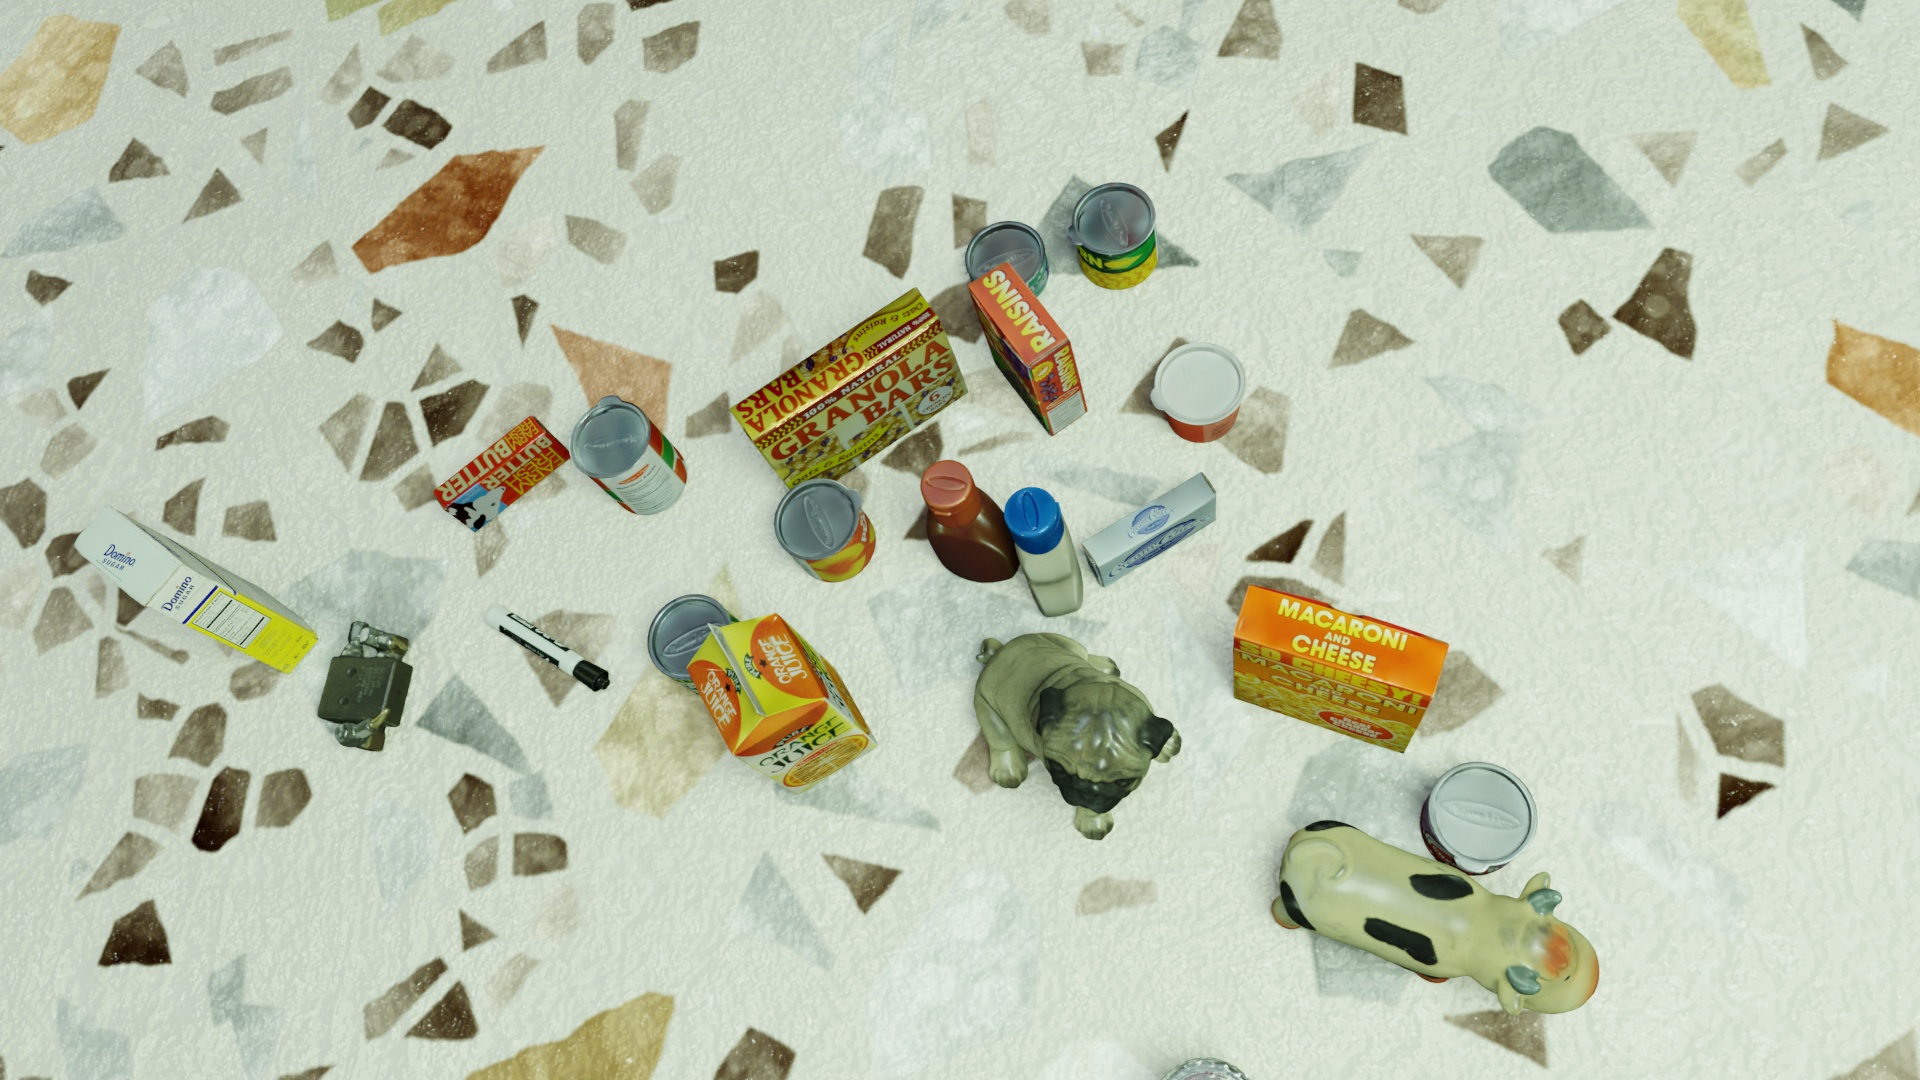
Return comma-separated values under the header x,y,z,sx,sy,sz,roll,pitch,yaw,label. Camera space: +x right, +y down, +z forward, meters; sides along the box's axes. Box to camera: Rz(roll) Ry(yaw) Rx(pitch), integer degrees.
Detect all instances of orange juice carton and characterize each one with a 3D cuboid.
x,y,z,sx,sy,sz,roll,pitch,yaw,label
-0.124,0.111,0.954,0.073,0.192,0.072,-32,67,-1,orange juice carton

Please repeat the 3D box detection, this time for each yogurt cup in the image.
x,y,z,sx,sy,sz,roll,pitch,yaw,label
0.182,-0.109,1.054,0.072,0.053,0.072,-4,69,10,yogurt cup

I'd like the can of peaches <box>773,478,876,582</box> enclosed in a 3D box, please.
x,y,z,sx,sy,sz,roll,pitch,yaw,label
-0.101,-0.008,1.068,0.071,0.058,0.071,-4,69,10,can of peaches

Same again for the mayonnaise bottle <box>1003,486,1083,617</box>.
x,y,z,sx,sy,sz,roll,pitch,yaw,label
0.059,0.005,0.983,0.041,0.147,0.065,-14,68,6,mayonnaise bottle

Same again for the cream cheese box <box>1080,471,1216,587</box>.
x,y,z,sx,sy,sz,roll,pitch,yaw,label
0.140,-0.007,1.023,0.104,0.053,0.024,-31,67,-1,cream cheese box

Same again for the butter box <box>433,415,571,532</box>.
x,y,z,sx,sy,sz,roll,pitch,yaw,label
-0.376,-0.055,1.143,0.103,0.053,0.024,-39,67,-5,butter box

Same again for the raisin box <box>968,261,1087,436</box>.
x,y,z,sx,sy,sz,roll,pitch,yaw,label
0.052,-0.144,1.055,0.040,0.123,0.086,-33,67,-2,raisin box

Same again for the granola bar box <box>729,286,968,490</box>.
x,y,z,sx,sy,sz,roll,pitch,yaw,label
-0.080,-0.108,1.067,0.166,0.124,0.039,-34,67,-3,granola bar box

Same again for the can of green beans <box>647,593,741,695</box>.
x,y,z,sx,sy,sz,roll,pitch,yaw,label
-0.195,0.081,1.053,0.071,0.057,0.071,-4,69,10,can of green beans

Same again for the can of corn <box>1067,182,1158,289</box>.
x,y,z,sx,sy,sz,roll,pitch,yaw,label
0.123,-0.242,1.114,0.071,0.058,0.071,-4,69,10,can of corn

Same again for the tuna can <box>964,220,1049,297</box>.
x,y,z,sx,sy,sz,roll,pitch,yaw,label
0.039,-0.223,1.137,0.071,0.032,0.071,-4,69,10,tuna can

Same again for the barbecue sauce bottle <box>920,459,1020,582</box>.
x,y,z,sx,sy,sz,roll,pitch,yaw,label
0.004,-0.013,1.000,0.065,0.148,0.044,9,72,14,barbecue sauce bottle

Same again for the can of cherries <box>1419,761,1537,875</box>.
x,y,z,sx,sy,sz,roll,pitch,yaw,label
0.336,0.185,0.908,0.071,0.058,0.072,-4,69,10,can of cherries

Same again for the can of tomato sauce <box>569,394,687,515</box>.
x,y,z,sx,sy,sz,roll,pitch,yaw,label
-0.264,-0.066,1.109,0.071,0.083,0.071,-4,69,10,can of tomato sauce

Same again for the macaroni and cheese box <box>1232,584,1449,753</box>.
x,y,z,sx,sy,sz,roll,pitch,yaw,label
0.242,0.086,0.906,0.124,0.166,0.040,17,74,17,macaroni and cheese box
